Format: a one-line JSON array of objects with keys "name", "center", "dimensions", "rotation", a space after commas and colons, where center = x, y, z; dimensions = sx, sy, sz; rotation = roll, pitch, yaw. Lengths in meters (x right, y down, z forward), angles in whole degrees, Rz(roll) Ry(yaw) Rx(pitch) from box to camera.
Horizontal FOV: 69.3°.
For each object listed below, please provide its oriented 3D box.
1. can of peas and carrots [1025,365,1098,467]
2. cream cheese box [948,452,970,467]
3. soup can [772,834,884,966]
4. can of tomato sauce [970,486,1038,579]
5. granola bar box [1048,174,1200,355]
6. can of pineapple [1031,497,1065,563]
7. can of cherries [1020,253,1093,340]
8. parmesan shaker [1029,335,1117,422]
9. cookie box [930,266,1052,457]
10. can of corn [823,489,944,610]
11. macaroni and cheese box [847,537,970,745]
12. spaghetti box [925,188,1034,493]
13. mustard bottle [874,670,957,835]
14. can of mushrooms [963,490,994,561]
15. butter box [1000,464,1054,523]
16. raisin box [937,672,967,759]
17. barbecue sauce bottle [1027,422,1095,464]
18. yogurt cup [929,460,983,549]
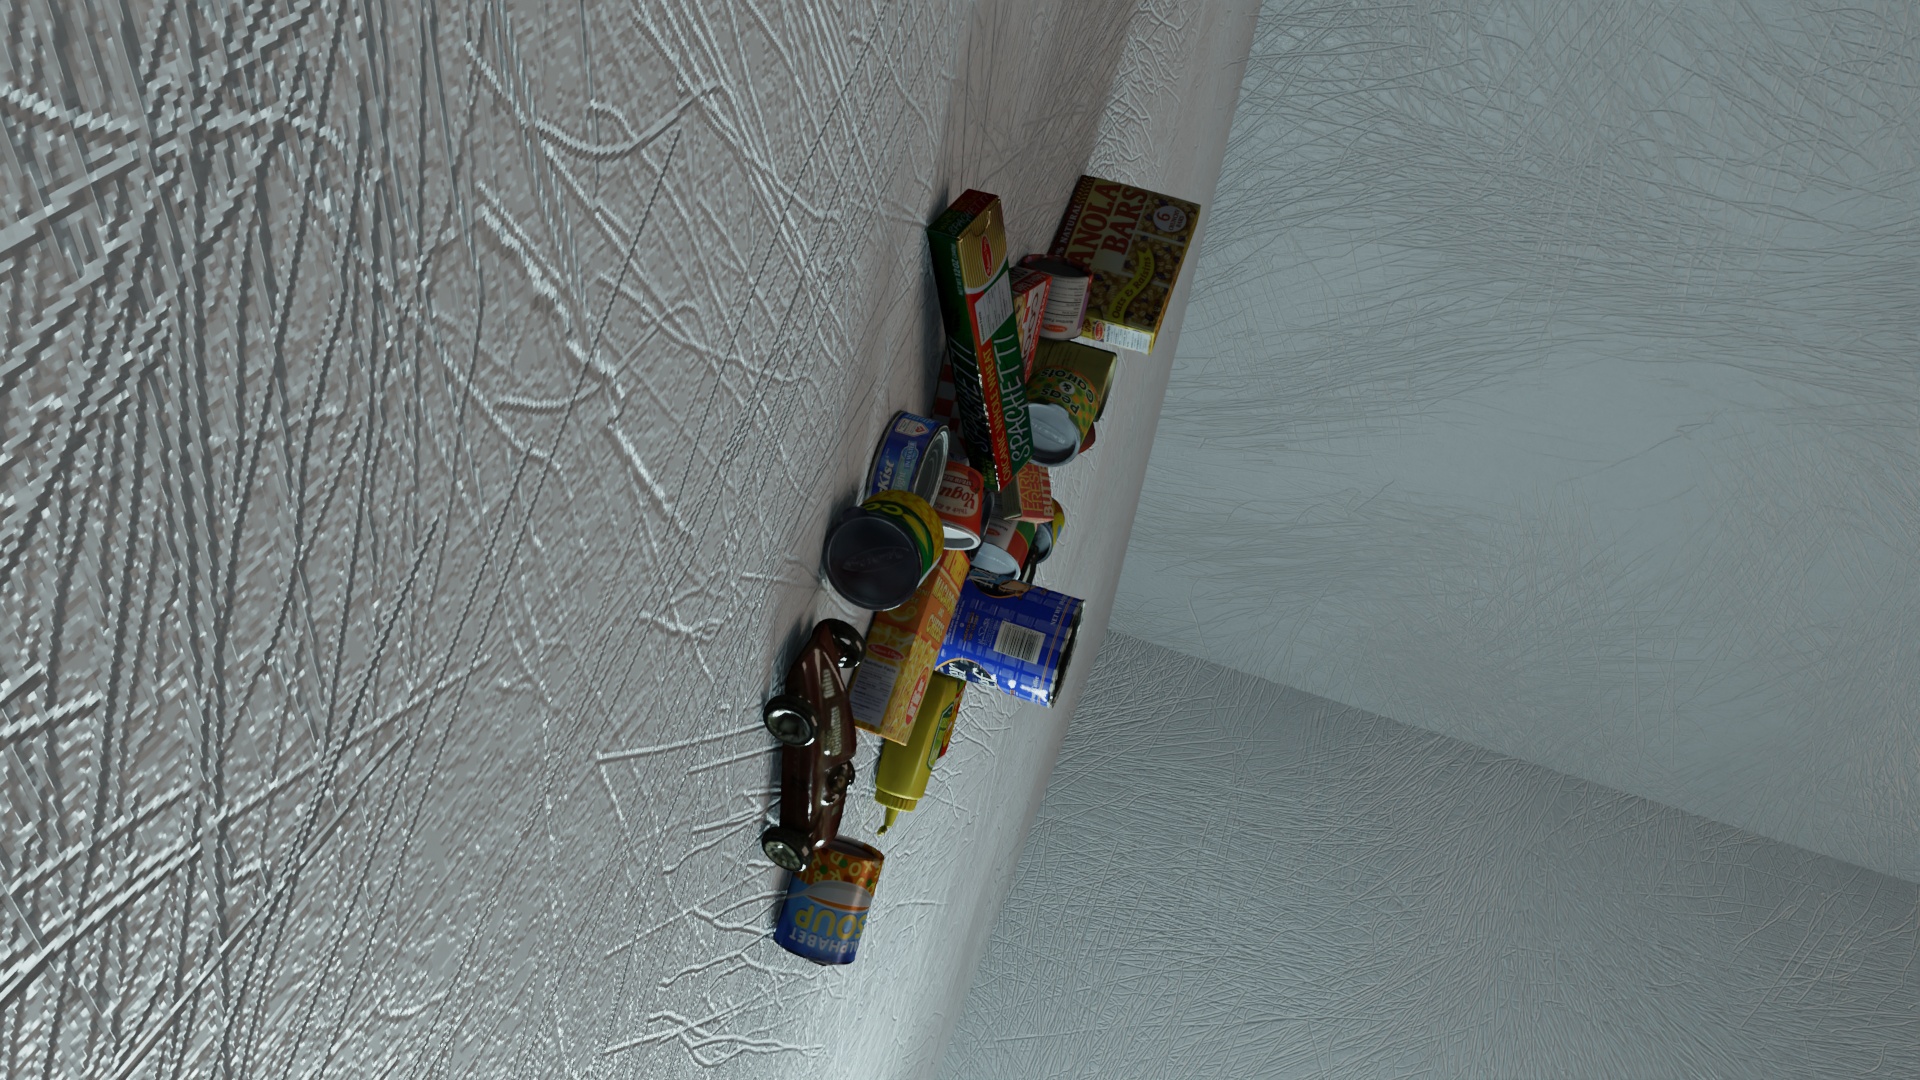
[{"name": "can of peas and carrots", "center": [0.078, -0.106, 1.162], "dimensions": [0.070, 0.071, 0.059], "rotation": [97, 15, -44]}, {"name": "cream cheese box", "center": [-0.003, -0.057, 1.169], "dimensions": [0.104, 0.024, 0.053], "rotation": [-62, 165, -46]}, {"name": "soup can", "center": [-0.100, 0.275, 1.070], "dimensions": [0.071, 0.071, 0.083], "rotation": [21, 86, -80]}, {"name": "can of tomato sauce", "center": [0.039, -0.008, 1.351], "dimensions": [0.070, 0.071, 0.083], "rotation": [93, 17, -54]}, {"name": "granola bar box", "center": [0.151, -0.271, 1.352], "dimensions": [0.039, 0.124, 0.166], "rotation": [86, 23, -63]}, {"name": "can of pineapple", "center": [0.079, -0.016, 1.553], "dimensions": [0.058, 0.071, 0.070], "rotation": [-59, 163, -55]}, {"name": "can of cherries", "center": [0.080, -0.218, 1.237], "dimensions": [0.072, 0.071, 0.058], "rotation": [-54, 158, -60]}, {"name": "parmesan shaker", "center": [0.082, -0.148, 1.249], "dimensions": [0.071, 0.103, 0.071], "rotation": [15, 92, -80]}, {"name": "cookie box", "center": [0.025, -0.149, 1.125], "dimensions": [0.168, 0.040, 0.122], "rotation": [-47, 153, -65]}, {"name": "can of corn", "center": [-0.050, 0.003, 0.910], "dimensions": [0.058, 0.071, 0.071], "rotation": [-50, 155, -66]}, {"name": "macaroni and cheese box", "center": [-0.043, 0.078, 1.132], "dimensions": [0.123, 0.040, 0.166], "rotation": [61, 47, -76]}, {"name": "spaghetti box", "center": [0.018, -0.134, 0.995], "dimensions": [0.050, 0.029, 0.248], "rotation": [-49, 149, -28]}, {"name": "mustard bottle", "center": [-0.046, 0.197, 1.283], "dimensions": [0.065, 0.049, 0.160], "rotation": [20, 87, -78]}, {"name": "can of mushrooms", "center": [0.004, -0.016, 1.250], "dimensions": [0.071, 0.033, 0.071], "rotation": [14, 92, -80]}, {"name": "butter box", "center": [0.059, -0.069, 1.317], "dimensions": [0.053, 0.024, 0.103], "rotation": [3, 77, -50]}, {"name": "raisin box", "center": [-0.023, 0.152, 1.362], "dimensions": [0.086, 0.040, 0.123], "rotation": [8, 97, -80]}, {"name": "barbecue sauce bottle", "center": [0.064, -0.098, 1.276], "dimensions": [0.043, 0.065, 0.149], "rotation": [-29, 174, 40]}, {"name": "yogurt cup", "center": [-0.014, -0.028, 1.054], "dimensions": [0.072, 0.072, 0.054], "rotation": [72, 28, -72]}]
